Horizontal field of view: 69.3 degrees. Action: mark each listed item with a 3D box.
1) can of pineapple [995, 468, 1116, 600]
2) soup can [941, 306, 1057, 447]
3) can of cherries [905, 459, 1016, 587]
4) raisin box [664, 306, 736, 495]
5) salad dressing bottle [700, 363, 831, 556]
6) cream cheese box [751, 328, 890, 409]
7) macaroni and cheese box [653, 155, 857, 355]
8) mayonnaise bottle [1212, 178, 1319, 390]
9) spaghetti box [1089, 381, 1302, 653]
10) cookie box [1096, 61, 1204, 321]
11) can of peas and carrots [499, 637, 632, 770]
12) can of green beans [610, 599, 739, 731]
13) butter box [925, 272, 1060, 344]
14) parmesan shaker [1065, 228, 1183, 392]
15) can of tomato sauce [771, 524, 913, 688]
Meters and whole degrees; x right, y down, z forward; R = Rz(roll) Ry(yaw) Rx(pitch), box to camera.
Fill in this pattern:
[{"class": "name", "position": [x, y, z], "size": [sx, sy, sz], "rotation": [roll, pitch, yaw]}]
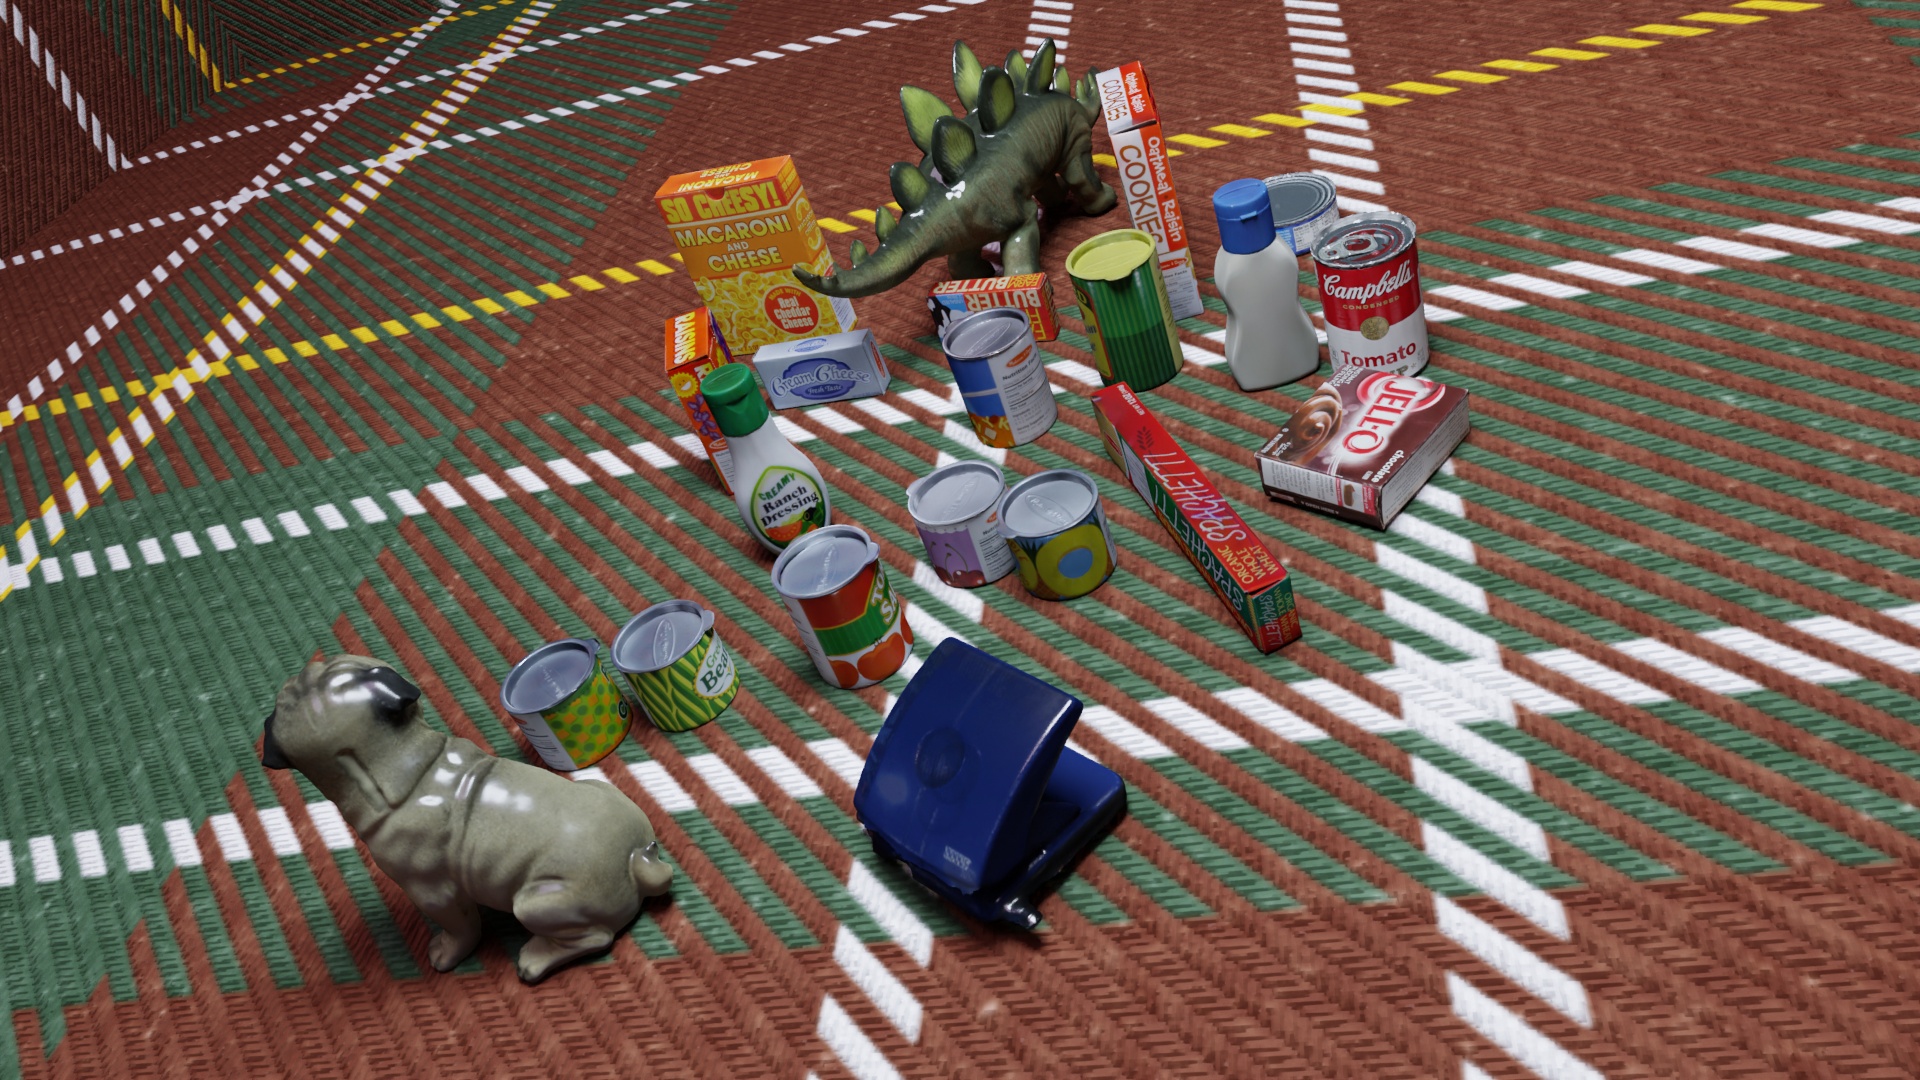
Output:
[{"class": "can of pineapple", "position": [0.061, -0.003, 0.889], "size": [0.071, 0.057, 0.071], "rotation": [-14, 37, 11]}, {"class": "soup can", "position": [0.029, -0.121, 1.031], "size": [0.071, 0.083, 0.072], "rotation": [-14, 37, 11]}, {"class": "can of cherries", "position": [0.003, -0.012, 0.928], "size": [0.071, 0.058, 0.072], "rotation": [-14, 37, 11]}, {"class": "raisin box", "position": [-0.190, -0.110, 1.091], "size": [0.040, 0.122, 0.086], "rotation": [-19, 37, 3]}, {"class": "salad dressing bottle", "position": [-0.138, -0.055, 0.977], "size": [0.064, 0.147, 0.044], "rotation": [-28, 37, -9]}, {"class": "cream cheese box", "position": [-0.115, -0.141, 1.151], "size": [0.104, 0.053, 0.024], "rotation": [-6, 40, 20]}, {"class": "macaroni and cheese box", "position": [-0.177, -0.245, 1.218], "size": [0.123, 0.165, 0.040], "rotation": [-4, 40, 23]}, {"class": "mayonnaise bottle", "position": [0.206, -0.176, 0.958], "size": [0.065, 0.147, 0.041], "rotation": [-17, 37, 7]}, {"class": "spaghetti box", "position": [0.143, -0.022, 0.879], "size": [0.029, 0.050, 0.251], "rotation": [-24, 37, -3]}, {"class": "cookie box", "position": [0.149, -0.274, 1.092], "size": [0.040, 0.166, 0.123], "rotation": [-14, 37, 10]}, {"class": "can of peas and carrots", "position": [-0.255, 0.106, 0.908], "size": [0.071, 0.058, 0.071], "rotation": [-14, 37, 11]}, {"class": "can of green beans", "position": [-0.185, 0.082, 0.904], "size": [0.071, 0.057, 0.071], "rotation": [-14, 37, 11]}, {"class": "butter box", "position": [0.028, -0.188, 1.140], "size": [0.103, 0.053, 0.024], "rotation": [0, 42, 26]}, {"class": "parmesan shaker", "position": [0.123, -0.167, 1.025], "size": [0.071, 0.102, 0.072], "rotation": [-14, 37, 11]}, {"class": "can of tomato sauce", "position": [-0.071, 0.042, 0.877], "size": [0.071, 0.082, 0.071], "rotation": [-14, 37, 11]}]
